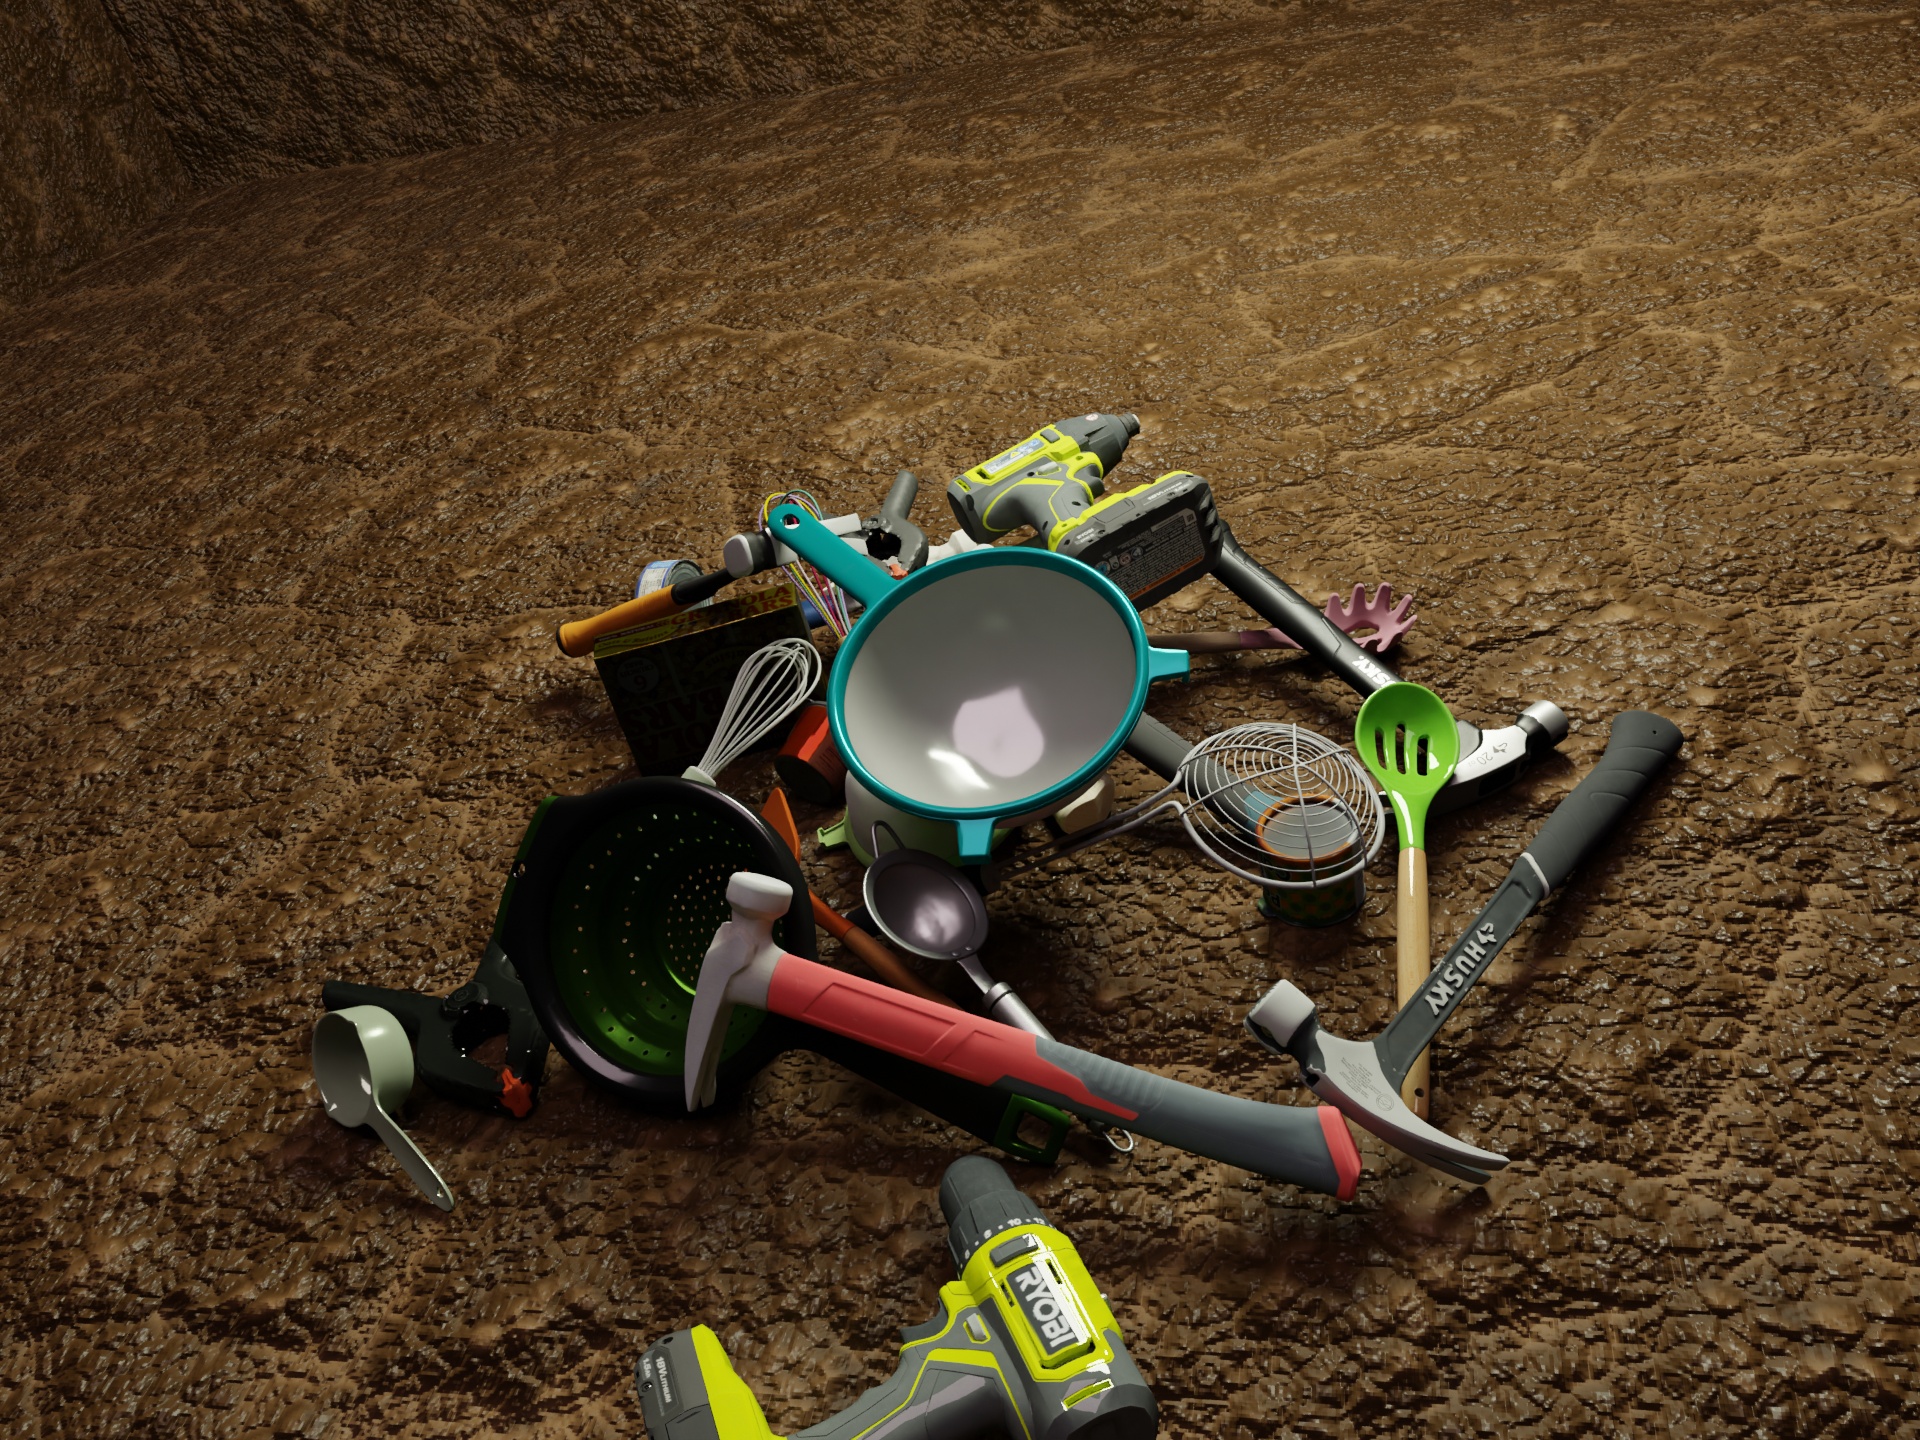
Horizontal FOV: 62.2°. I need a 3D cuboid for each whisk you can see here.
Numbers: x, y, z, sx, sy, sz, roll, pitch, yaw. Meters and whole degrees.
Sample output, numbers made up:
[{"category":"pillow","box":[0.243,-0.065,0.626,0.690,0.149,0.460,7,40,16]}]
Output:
[{"category":"whisk","box":[-0.188,0.036,1.196,0.059,0.057,0.246,30,76,24]},{"category":"whisk","box":[-0.097,-0.084,1.282,0.051,0.047,0.245,-31,73,16]}]

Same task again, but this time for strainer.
[{"category":"strainer","box":[0.016,0.164,0.963,0.087,0.050,0.259,-13,49,-43]},{"category":"strainer","box":[-0.002,-0.004,1.167,0.151,0.069,0.256,10,58,37]},{"category":"strainer","box":[-0.016,-0.039,1.083,0.211,0.095,0.341,-41,55,-13]}]

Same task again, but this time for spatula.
[{"category":"spatula","box":[-0.049,0.152,1.034,0.323,0.081,0.041,34,15,34]}]

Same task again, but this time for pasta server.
[{"category":"pasta server","box":[0.189,-0.065,1.231,0.316,0.040,0.060,-3,49,4]}]

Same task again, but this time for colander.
[{"category":"colander","box":[-0.103,0.169,1.004,0.397,0.204,0.094,23,5,19]}]

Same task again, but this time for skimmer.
[{"category":"skimmer","box":[0.086,0.097,1.026,0.363,0.090,0.127,-24,41,26]}]

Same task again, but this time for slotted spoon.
[{"category":"slotted spoon","box":[0.276,0.103,0.978,0.070,0.031,0.314,11,51,2]}]

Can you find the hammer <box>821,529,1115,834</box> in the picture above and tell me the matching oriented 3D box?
[{"category":"hammer","box":[0.009,-0.033,1.280,0.146,0.038,0.411,-22,37,-8]}]

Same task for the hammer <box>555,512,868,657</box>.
[{"category":"hammer","box":[-0.223,-0.103,1.295,0.337,0.034,0.127,-15,1,45]}]

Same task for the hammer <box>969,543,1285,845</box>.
[{"category":"hammer","box":[0.095,-0.013,1.134,0.331,0.033,0.128,36,50,23]}]

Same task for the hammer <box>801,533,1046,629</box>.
[{"category":"hammer","box":[-0.091,-0.098,1.343,0.405,0.035,0.144,-16,37,2]}]

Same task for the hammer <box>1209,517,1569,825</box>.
[{"category":"hammer","box":[0.266,-0.053,1.165,0.146,0.035,0.335,-30,50,-16]}]

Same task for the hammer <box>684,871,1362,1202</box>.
[{"category":"hammer","box":[0.026,0.205,0.887,0.386,0.143,0.038,15,1,18]}]

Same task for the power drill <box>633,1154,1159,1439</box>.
[{"category":"power drill","box":[-0.038,0.322,0.794,0.228,0.080,0.191,-21,32,-12]}]

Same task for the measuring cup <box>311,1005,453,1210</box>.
[{"category":"measuring cup","box":[-0.360,0.250,1.024,0.168,0.083,0.038,39,29,28]}]

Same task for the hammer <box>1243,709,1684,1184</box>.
[{"category":"hammer","box":[0.339,0.108,0.953,0.149,0.036,0.409,41,53,17]}]

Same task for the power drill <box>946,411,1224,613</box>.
[{"category":"power drill","box":[0.105,-0.173,1.261,0.171,0.080,0.223,-29,36,-7]}]
